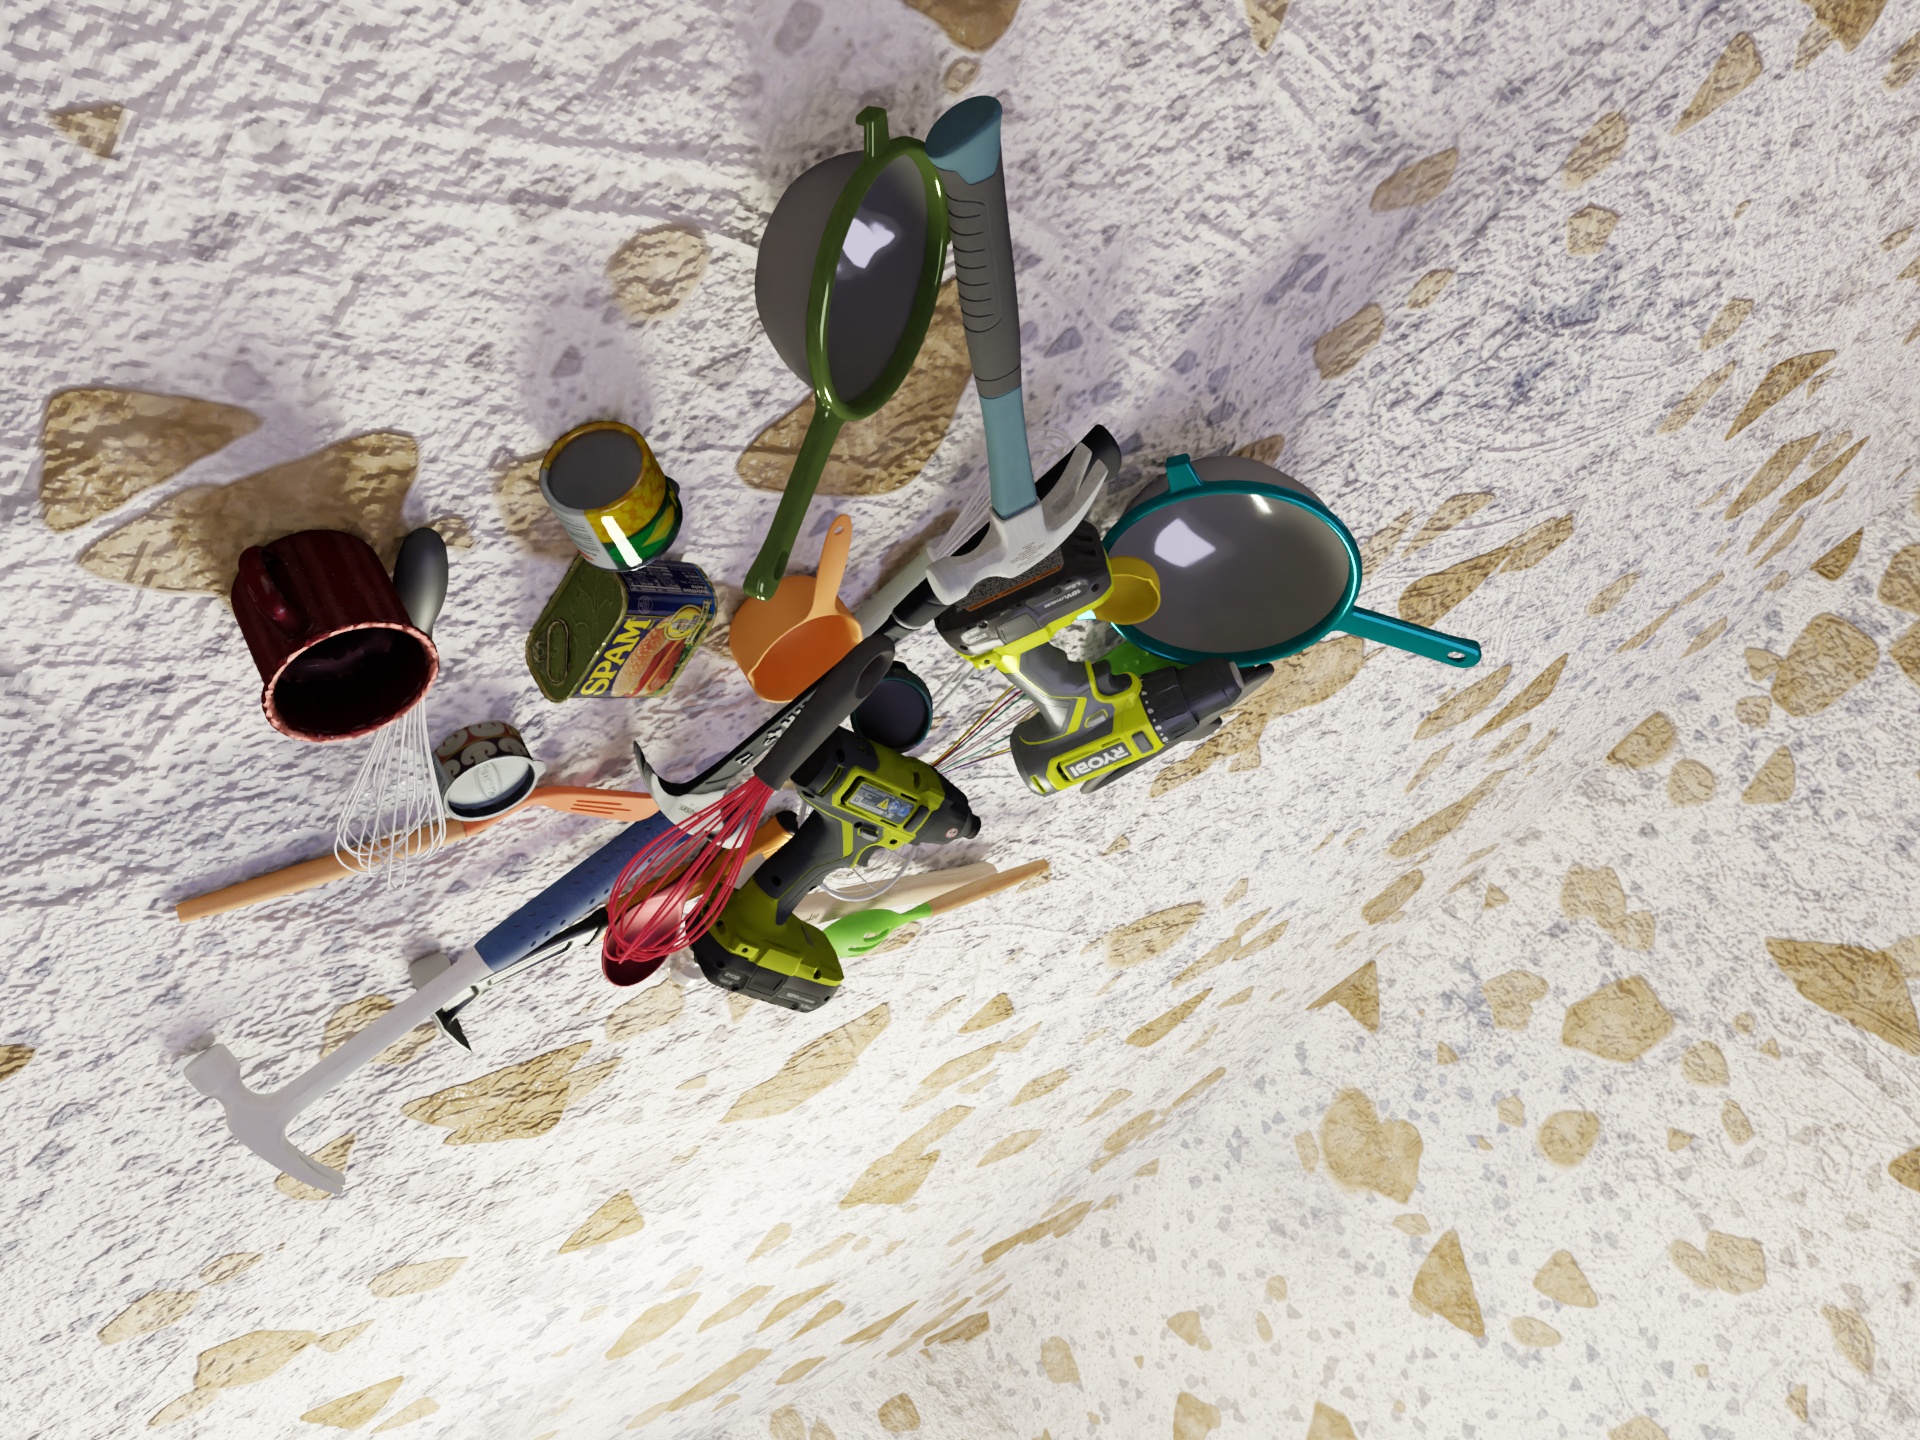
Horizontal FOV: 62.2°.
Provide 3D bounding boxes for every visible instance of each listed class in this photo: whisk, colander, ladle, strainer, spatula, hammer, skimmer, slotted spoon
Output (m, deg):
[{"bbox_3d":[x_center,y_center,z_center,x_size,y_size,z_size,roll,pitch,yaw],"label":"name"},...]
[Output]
[{"bbox_3d":[-0.145,0.054,1.082,0.296,0.073,0.073,-49,151,7],"label":"whisk"},{"bbox_3d":[0.193,-0.025,1.506,0.204,0.094,0.397,-34,171,12],"label":"colander"},{"bbox_3d":[-0.184,0.086,1.266,0.315,0.031,0.069,-50,141,7],"label":"ladle"},{"bbox_3d":[-0.085,-0.194,0.858,0.256,0.069,0.151,-69,164,2],"label":"strainer"},{"bbox_3d":[-0.364,0.090,1.097,0.322,0.041,0.081,-18,172,-27],"label":"spatula"},{"bbox_3d":[-0.010,0.032,1.411,0.245,0.051,0.047,-32,132,3],"label":"whisk"},{"bbox_3d":[-0.338,-0.001,0.968,0.070,0.070,0.284,-13,140,-36],"label":"whisk"},{"bbox_3d":[-0.053,-0.062,1.101,0.409,0.036,0.149,-40,151,6],"label":"hammer"},{"bbox_3d":[0.272,-0.125,1.296,0.340,0.095,0.211,16,141,-14],"label":"strainer"},{"bbox_3d":[-0.002,-0.004,1.297,0.127,0.090,0.363,26,116,-38],"label":"skimmer"},{"bbox_3d":[0.021,-0.208,0.938,0.128,0.033,0.330,-28,144,-13],"label":"hammer"},{"bbox_3d":[-0.366,0.191,1.203,0.405,0.144,0.035,-37,-166,-9],"label":"hammer"},{"bbox_3d":[-0.088,0.162,1.488,0.410,0.038,0.146,-3,141,-54],"label":"hammer"},{"bbox_3d":[-0.014,0.177,1.547,0.313,0.031,0.070,-14,150,-47],"label":"slotted spoon"},{"bbox_3d":[-0.279,0.164,1.318,0.337,0.034,0.127,-26,150,-18],"label":"hammer"},{"bbox_3d":[-0.009,-0.121,1.157,0.246,0.059,0.058,-41,180,19],"label":"whisk"}]

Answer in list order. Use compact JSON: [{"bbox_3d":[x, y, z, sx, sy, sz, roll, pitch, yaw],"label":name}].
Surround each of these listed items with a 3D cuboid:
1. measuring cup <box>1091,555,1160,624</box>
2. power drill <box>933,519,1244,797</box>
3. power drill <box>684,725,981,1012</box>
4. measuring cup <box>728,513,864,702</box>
[{"bbox_3d":[0.090,-0.127,1.222,0.156,0.029,0.062,32,135,-24],"label":"measuring cup"},{"bbox_3d":[0.099,-0.048,1.226,0.190,0.080,0.228,-24,134,15],"label":"power drill"},{"bbox_3d":[-0.099,0.120,1.256,0.171,0.080,0.223,26,110,-36],"label":"power drill"},{"bbox_3d":[-0.109,-0.089,1.091,0.095,0.052,0.173,-17,145,-32],"label":"measuring cup"}]
